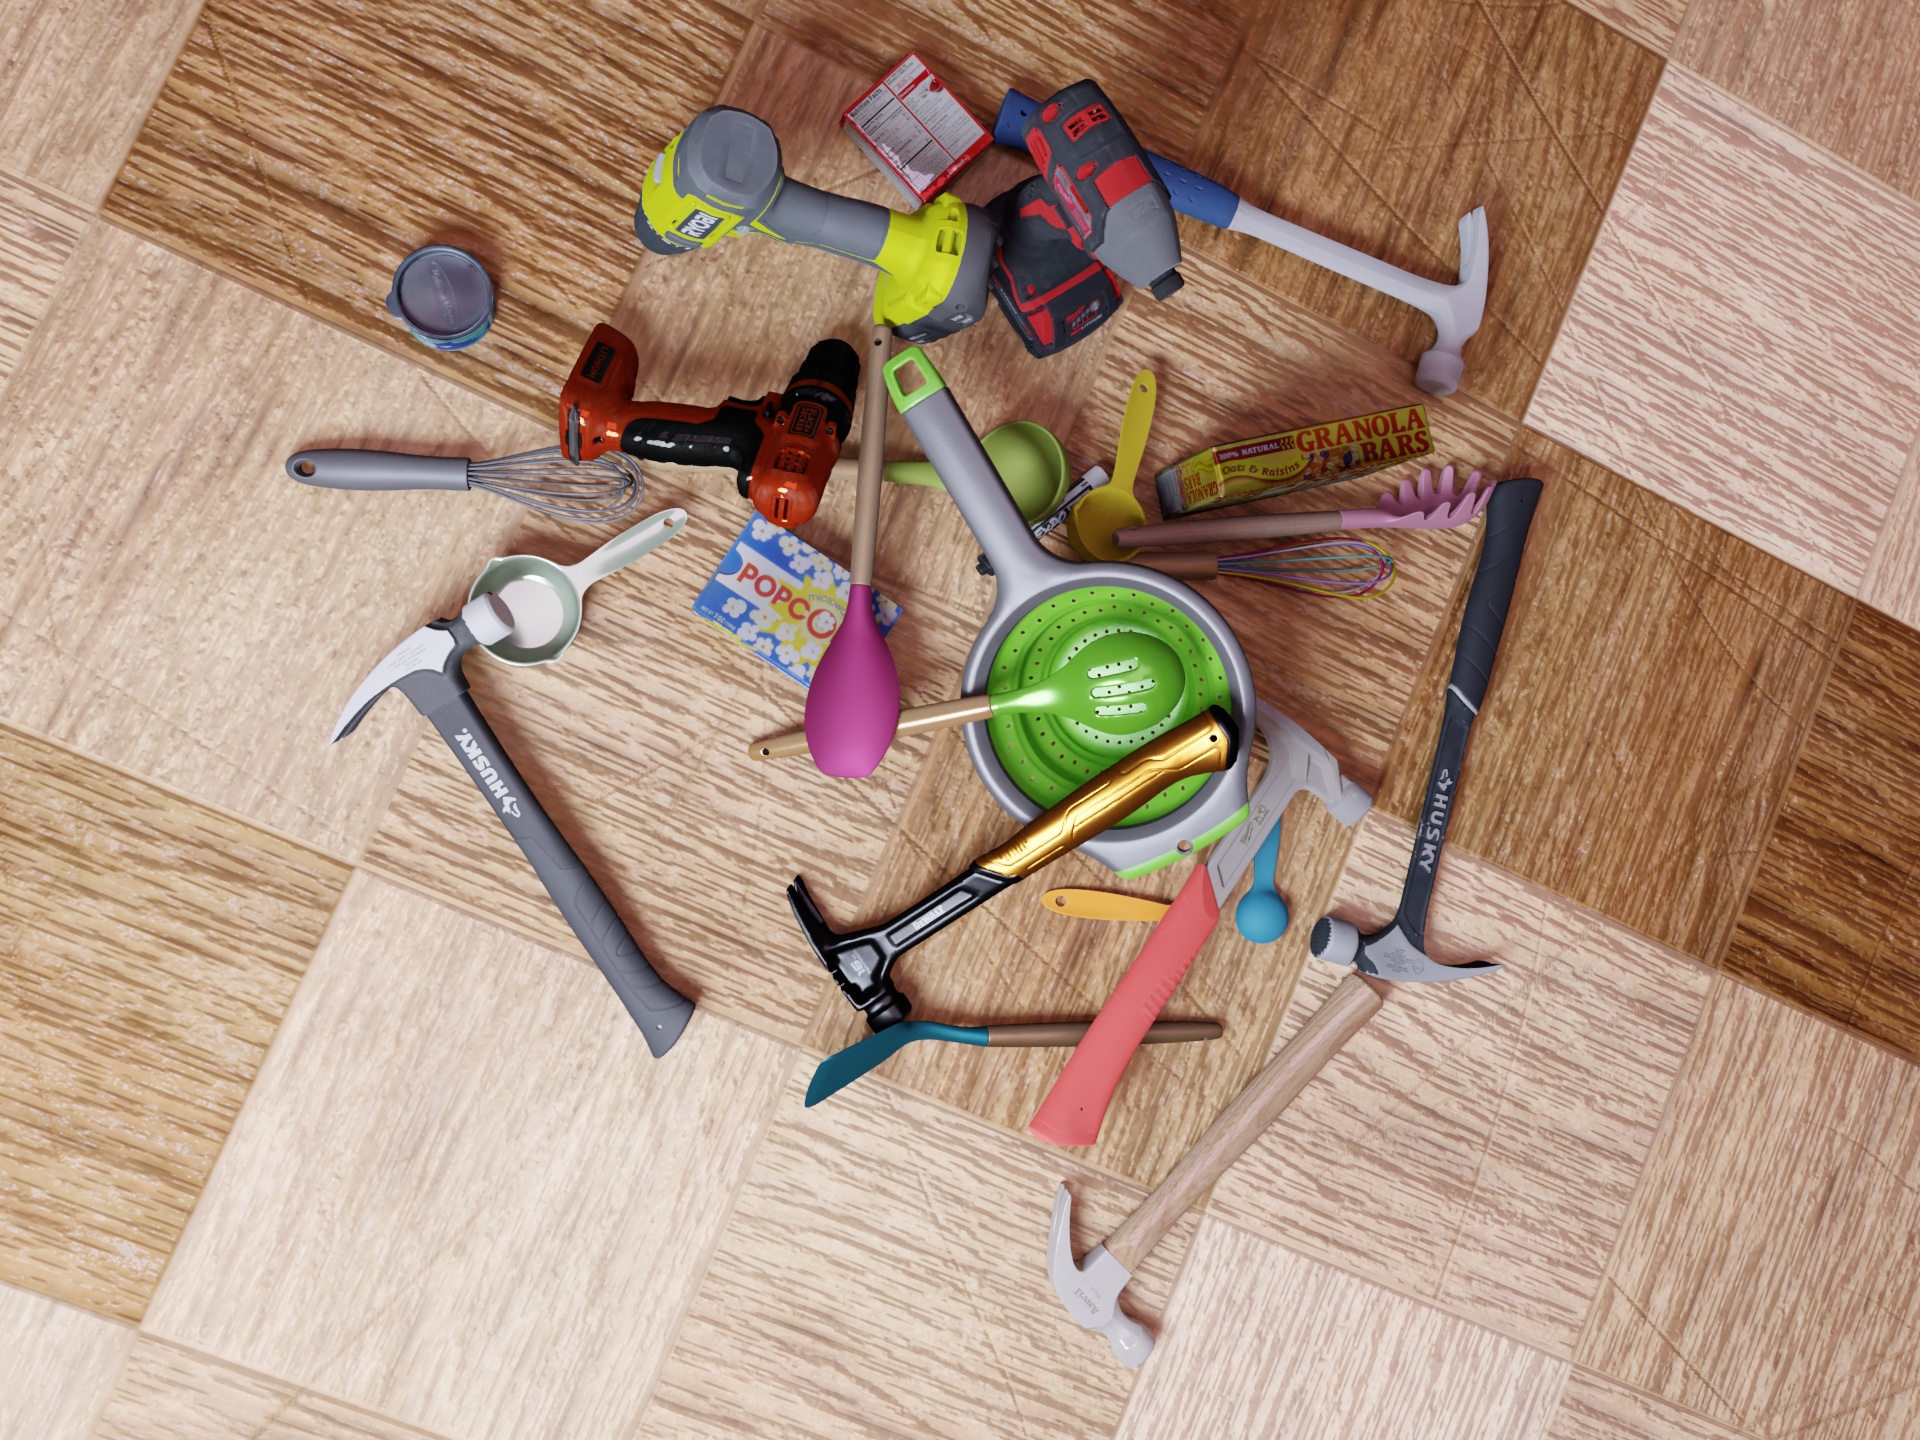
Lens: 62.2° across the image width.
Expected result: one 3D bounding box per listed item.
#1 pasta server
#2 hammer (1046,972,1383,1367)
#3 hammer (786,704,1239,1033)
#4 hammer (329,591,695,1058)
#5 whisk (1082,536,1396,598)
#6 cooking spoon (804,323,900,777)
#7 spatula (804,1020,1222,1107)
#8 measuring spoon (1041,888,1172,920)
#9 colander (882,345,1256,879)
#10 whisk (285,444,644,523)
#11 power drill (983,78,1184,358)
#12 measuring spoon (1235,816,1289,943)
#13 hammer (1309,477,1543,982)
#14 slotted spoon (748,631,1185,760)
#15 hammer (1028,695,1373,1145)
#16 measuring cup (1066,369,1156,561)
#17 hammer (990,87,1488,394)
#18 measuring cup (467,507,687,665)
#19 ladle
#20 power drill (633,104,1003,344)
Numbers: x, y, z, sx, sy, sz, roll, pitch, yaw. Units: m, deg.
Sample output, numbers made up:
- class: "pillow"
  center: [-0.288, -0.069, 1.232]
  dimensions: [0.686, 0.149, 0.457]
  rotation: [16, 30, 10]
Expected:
- class: "pasta server"
  center: [0.259, -0.155, 1.188]
  dimensions: [0.316, 0.060, 0.040]
  rotation: [-7, 119, -19]
- class: "hammer"
  center: [0.194, 0.316, 1.189]
  dimensions: [0.331, 0.031, 0.130]
  rotation: [-45, 97, -9]
- class: "hammer"
  center: [0.040, 0.084, 1.096]
  dimensions: [0.337, 0.034, 0.127]
  rotation: [-33, 94, 15]
- class: "hammer"
  center: [-0.288, 0.089, 1.085]
  dimensions: [0.146, 0.035, 0.334]
  rotation: [-30, 100, 8]
- class: "whisk"
  center: [0.213, -0.114, 1.199]
  dimensions: [0.245, 0.051, 0.047]
  rotation: [-1, 95, -8]
- class: "cooking spoon"
  center: [-0.068, -0.119, 1.106]
  dimensions: [0.069, 0.017, 0.319]
  rotation: [3, 85, 15]
- class: "spatula"
  center: [0.045, 0.239, 1.153]
  dimensions: [0.317, 0.082, 0.044]
  rotation: [1, 53, -15]
- class: "measuring spoon"
  center: [0.117, 0.140, 1.191]
  dimensions: [0.117, 0.011, 0.021]
  rotation: [7, 88, -7]
- class: "colander"
  center: [0.066, -0.086, 1.126]
  dimensions: [0.204, 0.094, 0.397]
  rotation: [-29, 94, 16]
- class: "whisk"
  center: [-0.338, -0.166, 1.091]
  dimensions: [0.239, 0.055, 0.055]
  rotation: [2, 88, -7]
- class: "power drill"
  center: [0.082, -0.330, 1.086]
  dimensions: [0.078, 0.220, 0.143]
  rotation: [-34, 95, -10]
- class: "measuring spoon"
  center: [0.234, 0.106, 1.206]
  dimensions: [0.042, 0.021, 0.128]
  rotation: [4, 89, -11]
- class: "hammer"
  center: [0.390, 0.005, 1.235]
  dimensions: [0.149, 0.036, 0.409]
  rotation: [17, 85, -12]
- class: "slotted spoon"
  center: [-0.002, -0.003, 1.095]
  dimensions: [0.314, 0.031, 0.070]
  rotation: [-10, 102, 16]
- class: "hammer"
  center: [0.154, 0.148, 1.156]
  dimensions: [0.149, 0.036, 0.359]
  rotation: [38, 74, -4]
- class: "measuring cup"
  center: [0.117, -0.186, 1.175]
  dimensions: [0.062, 0.029, 0.157]
  rotation: [20, 74, -18]
- class: "hammer"
  center: [0.219, -0.387, 1.210]
  dimensions: [0.405, 0.035, 0.144]
  rotation: [20, 85, -10]
- class: "measuring cup"
  center: [-0.263, -0.099, 1.107]
  dimensions: [0.167, 0.038, 0.083]
  rotation: [-34, 95, -12]
- class: "ladle"
  center: [-0.080, -0.182, 1.136]
  dimensions: [0.320, 0.062, 0.078]
  rotation: [2, 88, -9]
- class: "power drill"
  center: [-0.105, -0.331, 1.085]
  dimensions: [0.228, 0.191, 0.080]
  rotation: [13, 86, -25]
